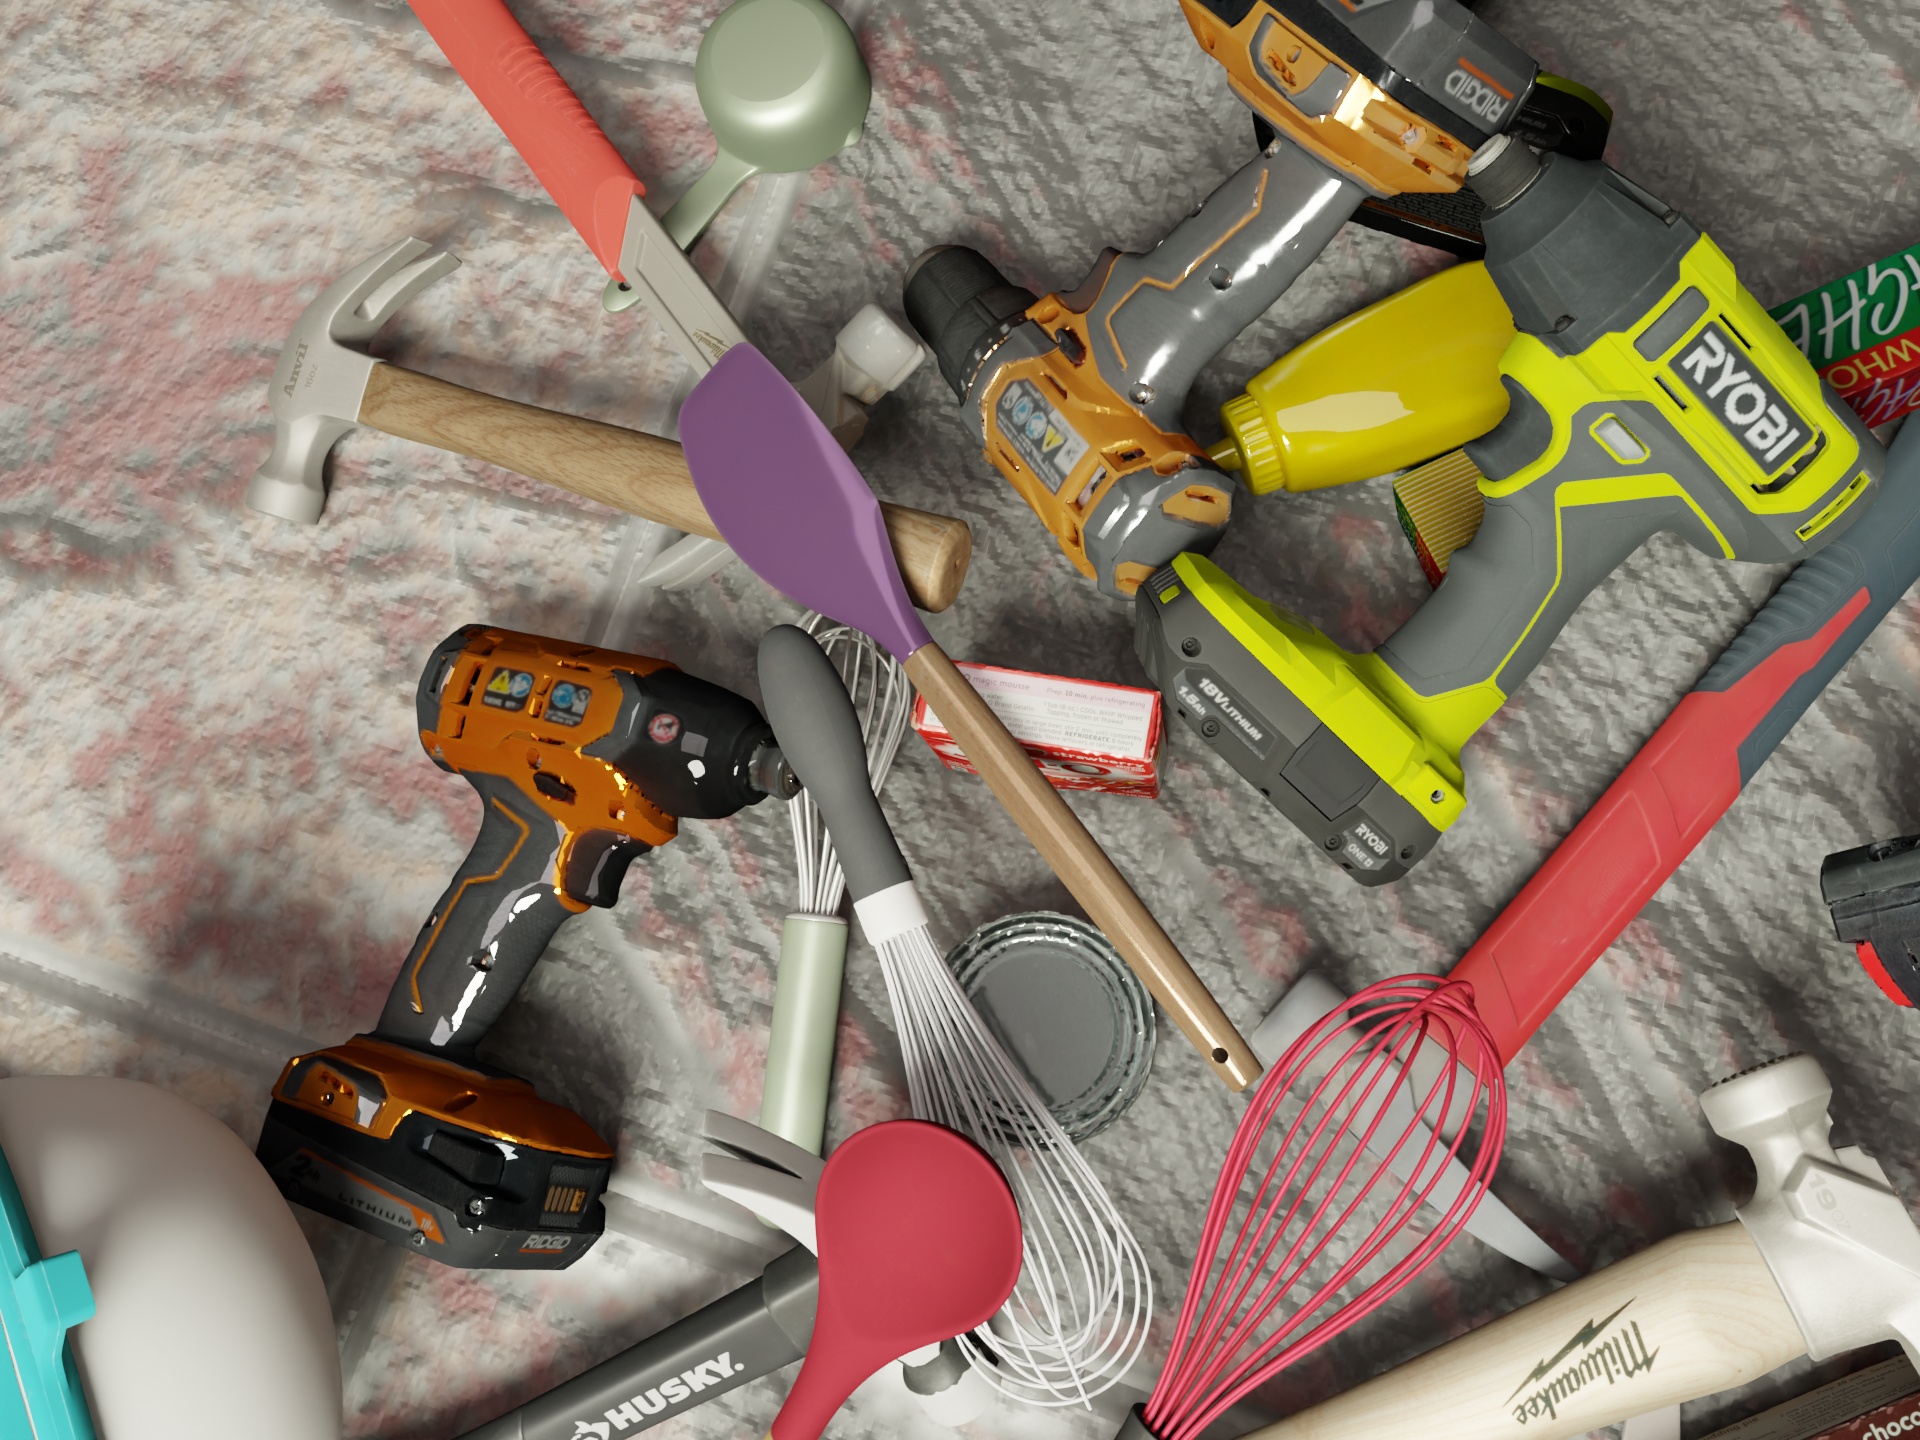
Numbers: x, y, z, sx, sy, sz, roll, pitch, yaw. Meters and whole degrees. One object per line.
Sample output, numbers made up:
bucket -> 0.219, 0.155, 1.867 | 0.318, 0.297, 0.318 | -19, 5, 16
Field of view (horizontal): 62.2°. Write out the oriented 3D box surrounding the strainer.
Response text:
strainer -> -0.300, 0.185, 0.563 | 0.341, 0.095, 0.211 | 22, 118, 47

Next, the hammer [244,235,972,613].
hammer -> -0.146, -0.107, 0.636 | 0.331, 0.031, 0.130 | 18, 94, 21

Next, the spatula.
spatula -> -0.001, -0.002, 0.555 | 0.059, 0.018, 0.316 | -44, 78, 24

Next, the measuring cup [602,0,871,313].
measuring cup -> -0.108, -0.251, 0.699 | 0.083, 0.038, 0.167 | 36, 83, 15

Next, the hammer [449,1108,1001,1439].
hammer -> -0.163, 0.256, 0.561 | 0.335, 0.035, 0.146 | -29, 115, 8

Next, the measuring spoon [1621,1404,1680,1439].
measuring spoon -> 0.232, 0.242, 0.541 | 0.034, 0.018, 0.124 | 7, 84, 4

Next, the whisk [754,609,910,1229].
whisk -> -0.055, 0.069, 0.614 | 0.059, 0.057, 0.246 | -3, 77, 44

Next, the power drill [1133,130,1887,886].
power drill -> 0.172, -0.068, 0.541 | 0.171, 0.080, 0.223 | 42, 102, -13

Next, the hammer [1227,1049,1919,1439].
hammer -> 0.112, 0.253, 0.513 | 0.410, 0.038, 0.146 | -26, 67, 11

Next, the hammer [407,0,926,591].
hammer -> -0.169, -0.230, 0.690 | 0.149, 0.036, 0.359 | -42, 73, 14

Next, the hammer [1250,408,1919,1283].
hammer -> 0.284, 0.018, 0.572 | 0.143, 0.038, 0.386 | 41, 86, 14

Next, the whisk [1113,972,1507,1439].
whisk -> 0.074, 0.203, 0.490 | 0.073, 0.073, 0.296 | 34, 94, 15

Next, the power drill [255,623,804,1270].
power drill -> -0.154, 0.081, 0.594 | 0.164, 0.084, 0.226 | 10, 76, 25

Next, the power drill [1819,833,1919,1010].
power drill -> 0.333, 0.141, 0.466 | 0.080, 0.187, 0.227 | -24, 68, 41

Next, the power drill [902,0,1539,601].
power drill -> 0.074, -0.184, 0.588 | 0.226, 0.084, 0.186 | -55, 53, 27

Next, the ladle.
ladle -> -0.066, 0.257, 0.523 | 0.069, 0.031, 0.315 | 32, 105, 14

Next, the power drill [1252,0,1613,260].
power drill -> 0.235, -0.305, 0.640 | 0.190, 0.080, 0.228 | 24, 78, 15

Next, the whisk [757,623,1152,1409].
whisk -> -0.012, 0.096, 0.547 | 0.070, 0.070, 0.285 | -23, 80, 3
